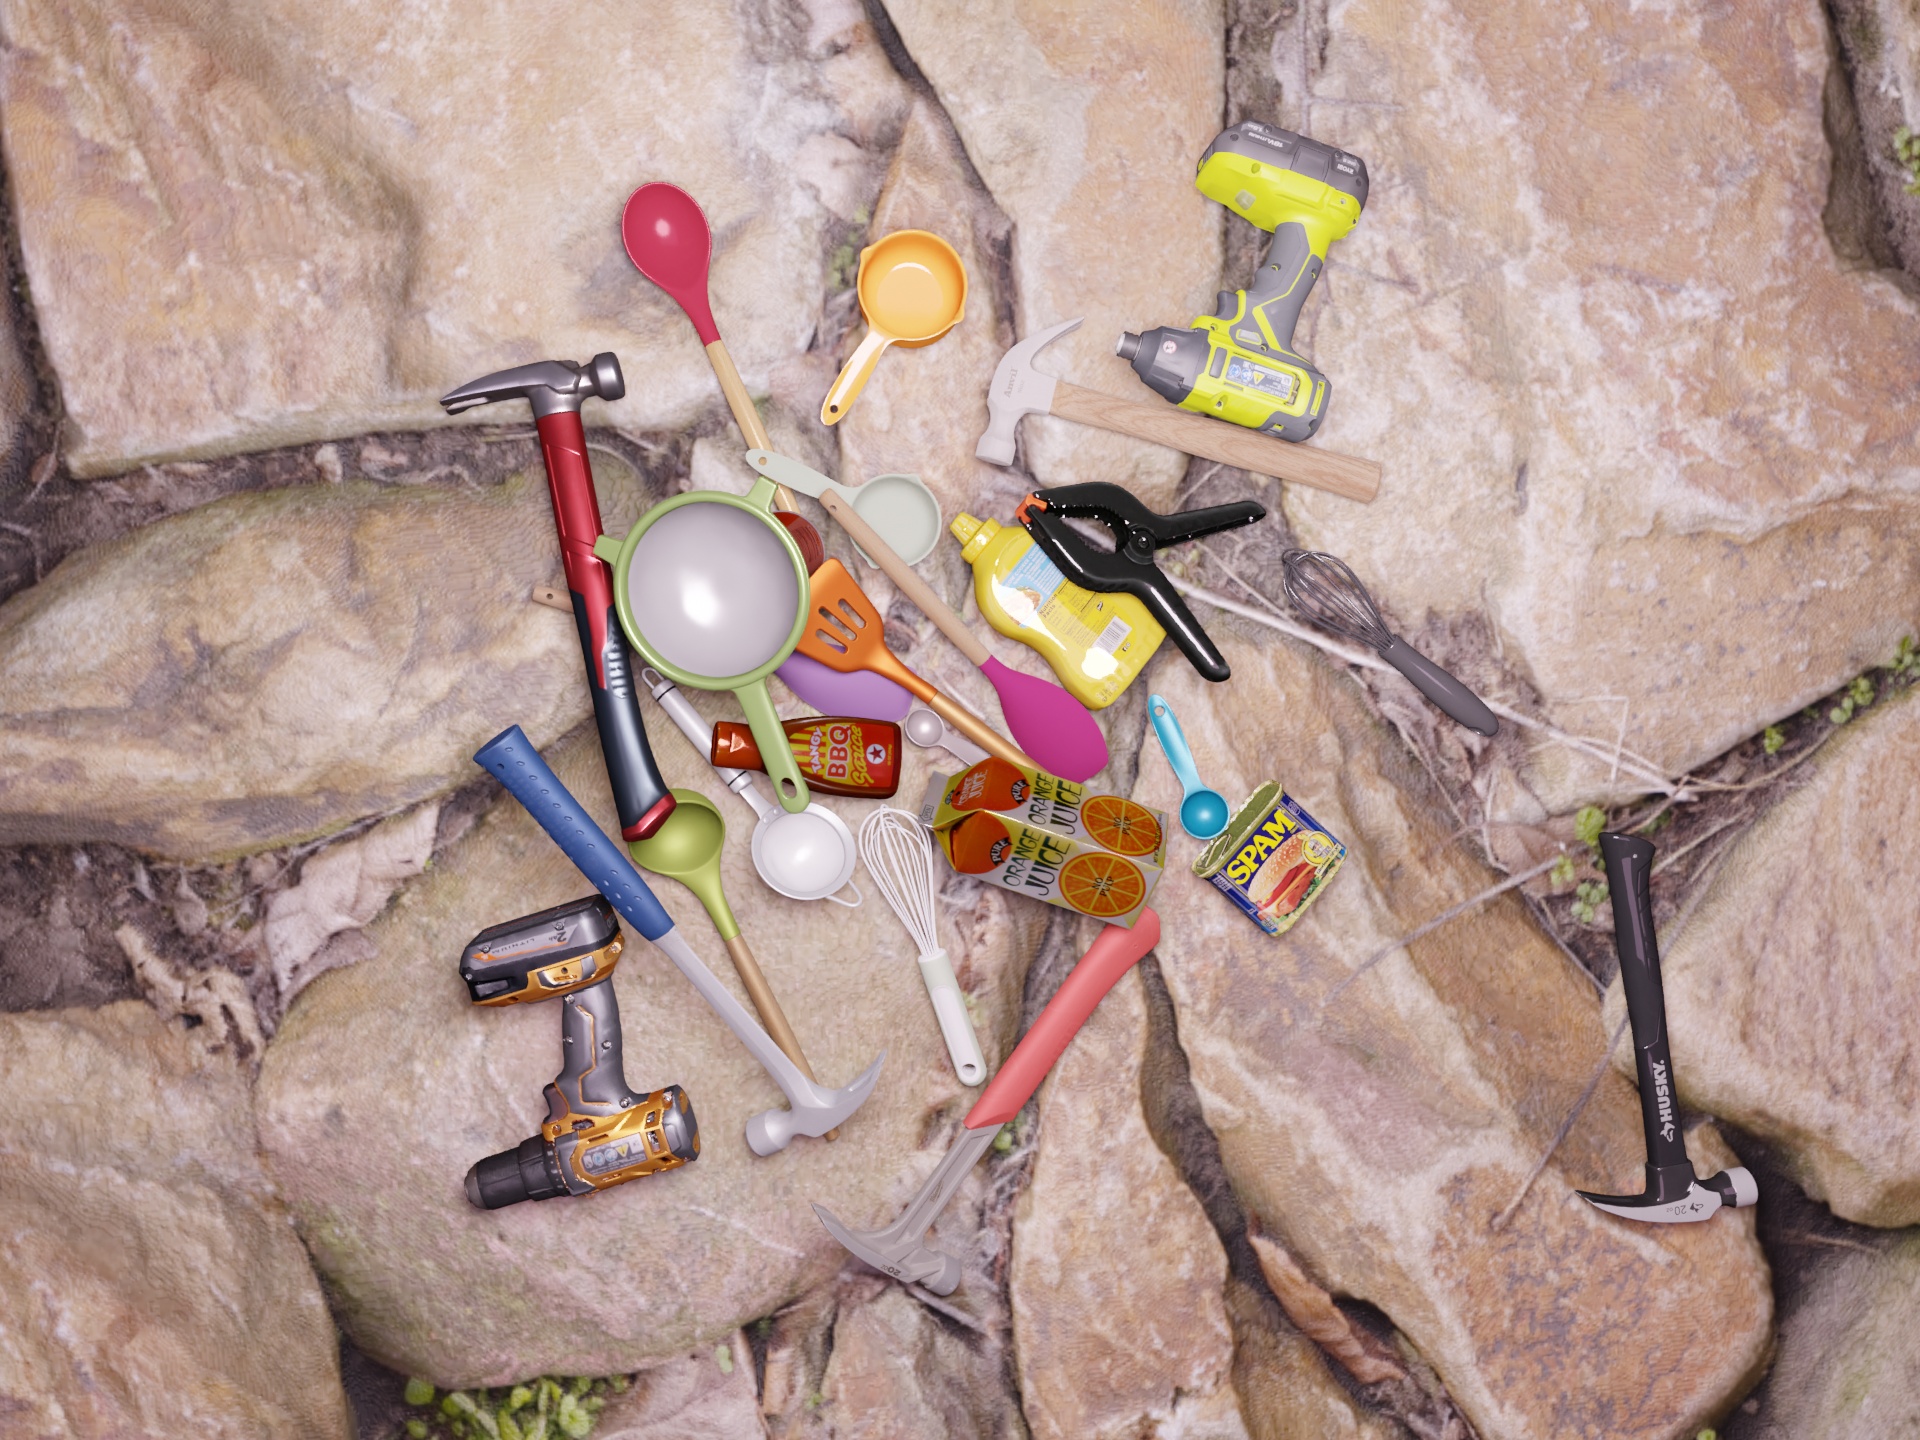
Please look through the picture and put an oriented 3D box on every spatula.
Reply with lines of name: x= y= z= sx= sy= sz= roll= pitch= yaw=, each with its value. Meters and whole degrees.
spatula: x=-0.191 y=-0.058 z=1.289 sx=0.316 sy=0.018 sz=0.060 roll=16 pitch=91 yaw=-5
spatula: x=-0.002 y=-0.004 z=1.284 sx=0.322 sy=0.041 sz=0.081 roll=37 pitch=82 yaw=-6

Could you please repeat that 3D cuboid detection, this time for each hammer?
hammer: x=-0.216 y=0.166 z=1.209 sx=0.144 sy=0.035 sz=0.405 roll=-29 pitch=109 yaw=25
hammer: x=0.186 y=-0.239 z=1.308 sx=0.331 sy=0.031 sz=0.130 roll=14 pitch=90 yaw=-5
hammer: x=0.038 y=0.289 z=1.286 sx=0.149 sy=0.037 sz=0.359 roll=40 pitch=84 yaw=-29
hammer: x=0.576 y=0.258 z=1.344 sx=0.146 sy=0.035 sz=0.335 roll=-9 pitch=92 yaw=-5
hammer: x=-0.300 y=-0.093 z=1.238 sx=0.143 sy=0.038 sz=0.386 roll=-13 pitch=81 yaw=-3

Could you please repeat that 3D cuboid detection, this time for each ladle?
ladle: x=-0.173 y=0.200 z=1.277 sx=0.078 sy=0.062 sz=0.320 roll=-26 pitch=95 yaw=0
ladle: x=-0.187 y=-0.280 z=1.282 sx=0.069 sy=0.031 sz=0.315 roll=-24 pitch=94 yaw=-4

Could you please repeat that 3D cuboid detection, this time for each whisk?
whisk: x=-0.026 y=0.184 z=1.292 sx=0.058 sy=0.059 sz=0.246 roll=-18 pitch=97 yaw=8
whisk: x=0.357 y=-0.063 z=1.316 sx=0.239 sy=0.055 sz=0.055 roll=38 pitch=88 yaw=-8

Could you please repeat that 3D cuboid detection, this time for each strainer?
strainer: x=-0.164 y=-0.054 z=1.221 sx=0.151 sy=0.069 sz=0.256 roll=-18 pitch=101 yaw=11
strainer: x=-0.172 y=0.056 z=1.282 sx=0.087 sy=0.050 sz=0.258 roll=-38 pitch=87 yaw=-33

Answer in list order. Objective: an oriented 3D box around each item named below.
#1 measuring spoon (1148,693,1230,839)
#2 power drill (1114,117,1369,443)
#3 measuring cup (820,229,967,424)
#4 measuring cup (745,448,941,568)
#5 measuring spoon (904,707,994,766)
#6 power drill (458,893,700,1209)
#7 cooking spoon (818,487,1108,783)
measuring spoon: x=0.184 y=0.038 z=1.323 sx=0.042 sy=0.021 sz=0.129 roll=-22 pitch=83 yaw=-3
power drill: x=0.228 y=-0.351 z=1.270 sx=0.171 sy=0.080 sz=0.223 roll=17 pitch=83 yaw=-7
measuring cup: x=-0.062 y=-0.308 z=1.279 sx=0.095 sy=0.052 sz=0.173 roll=33 pitch=90 yaw=-4
measuring cup: x=-0.095 y=-0.178 z=1.286 sx=0.167 sy=0.038 sz=0.083 roll=24 pitch=89 yaw=-2
measuring spoon: x=0.006 y=0.031 z=1.308 sx=0.124 sy=0.018 sz=0.034 roll=31 pitch=60 yaw=-10
power drill: x=-0.325 y=0.270 z=1.257 sx=0.185 sy=0.084 sz=0.226 roll=-17 pitch=97 yaw=-2
cooking spoon: x=0.001 y=-0.066 z=1.274 sx=0.068 sy=0.017 sz=0.318 roll=-38 pitch=103 yaw=29
